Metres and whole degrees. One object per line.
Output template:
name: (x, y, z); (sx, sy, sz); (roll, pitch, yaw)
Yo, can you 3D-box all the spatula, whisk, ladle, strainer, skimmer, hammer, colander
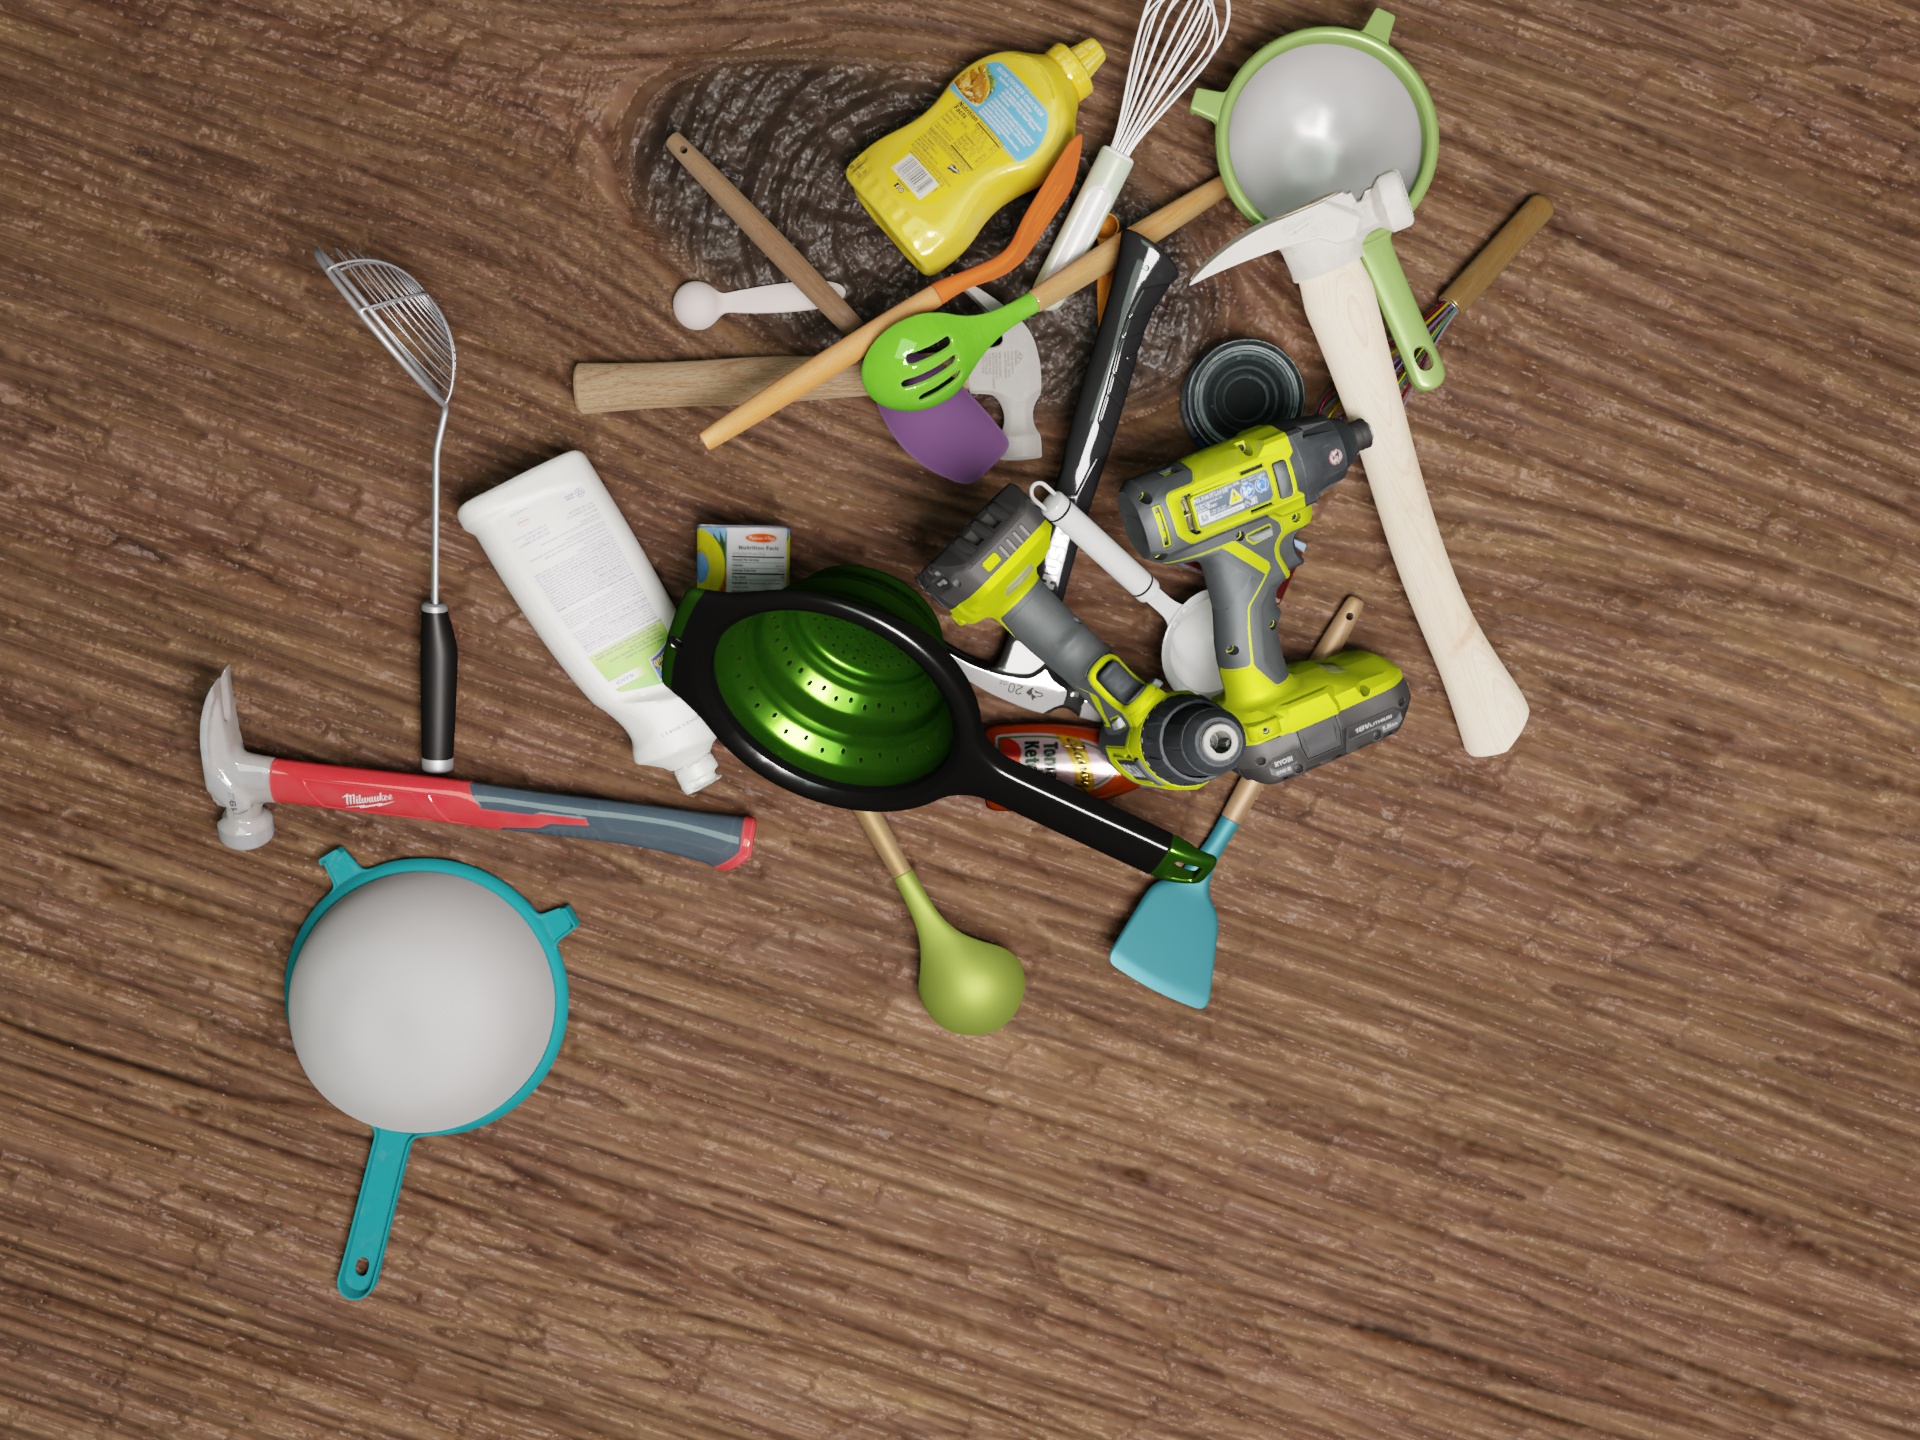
spatula: (-0.091, -0.287, 1.100); (0.060, 0.018, 0.316); (-43, 92, 4)
whisk: (0.332, -0.275, 1.126); (0.047, 0.051, 0.245); (42, 90, -25)
ladle: (-0.053, 0.087, 1.164); (0.078, 0.062, 0.320); (-30, 88, 10)
strainer: (-0.413, 0.272, 1.149); (0.211, 0.095, 0.340); (15, 94, -1)
skimmer: (-0.399, -0.140, 1.112); (0.090, 0.127, 0.363); (0, 104, -18)
strainer: (0.268, -0.343, 1.099); (0.151, 0.069, 0.256); (-25, 94, -1)
spatula: (-0.042, -0.281, 1.072); (0.322, 0.081, 0.041); (-33, 84, -4)
hammer: (0.293, -0.153, 1.093); (0.146, 0.038, 0.410); (-18, 110, 20)
hammer: (0.077, -0.171, 1.106); (0.146, 0.035, 0.334); (14, 105, -6)
spatula: (0.213, 0.052, 1.152); (0.082, 0.044, 0.317); (28, 94, -7)
strainer: (0.132, -0.089, 1.102); (0.258, 0.050, 0.087); (37, 89, -33)
hammer: (-0.339, 0.049, 1.135); (0.386, 0.038, 0.143); (7, 124, -4)
whisk: (0.112, -0.396, 1.092); (0.057, 0.059, 0.246); (23, 108, -14)
colander: (-0.002, -0.003, 1.088); (0.397, 0.095, 0.204); (25, 139, -4)
hammer: (-0.108, -0.246, 1.130); (0.331, 0.031, 0.130); (-2, 96, 1)

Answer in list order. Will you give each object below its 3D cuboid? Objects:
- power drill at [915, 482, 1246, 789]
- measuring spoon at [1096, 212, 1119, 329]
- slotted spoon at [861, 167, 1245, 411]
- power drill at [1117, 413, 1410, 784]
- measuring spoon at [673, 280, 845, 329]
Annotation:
power drill: (0.083, -0.043, 1.025); (0.228, 0.190, 0.080); (44, 85, -5)
measuring spoon: (0.108, -0.302, 1.136); (0.021, 0.011, 0.117); (-3, 99, 17)
slotted spoon: (0.070, -0.302, 1.092); (0.314, 0.031, 0.070); (-34, 134, -12)
power drill: (0.217, -0.085, 1.068); (0.171, 0.080, 0.223); (-22, 111, -6)
measuring spoon: (-0.144, -0.300, 1.131); (0.124, 0.018, 0.034); (-5, 95, 0)
